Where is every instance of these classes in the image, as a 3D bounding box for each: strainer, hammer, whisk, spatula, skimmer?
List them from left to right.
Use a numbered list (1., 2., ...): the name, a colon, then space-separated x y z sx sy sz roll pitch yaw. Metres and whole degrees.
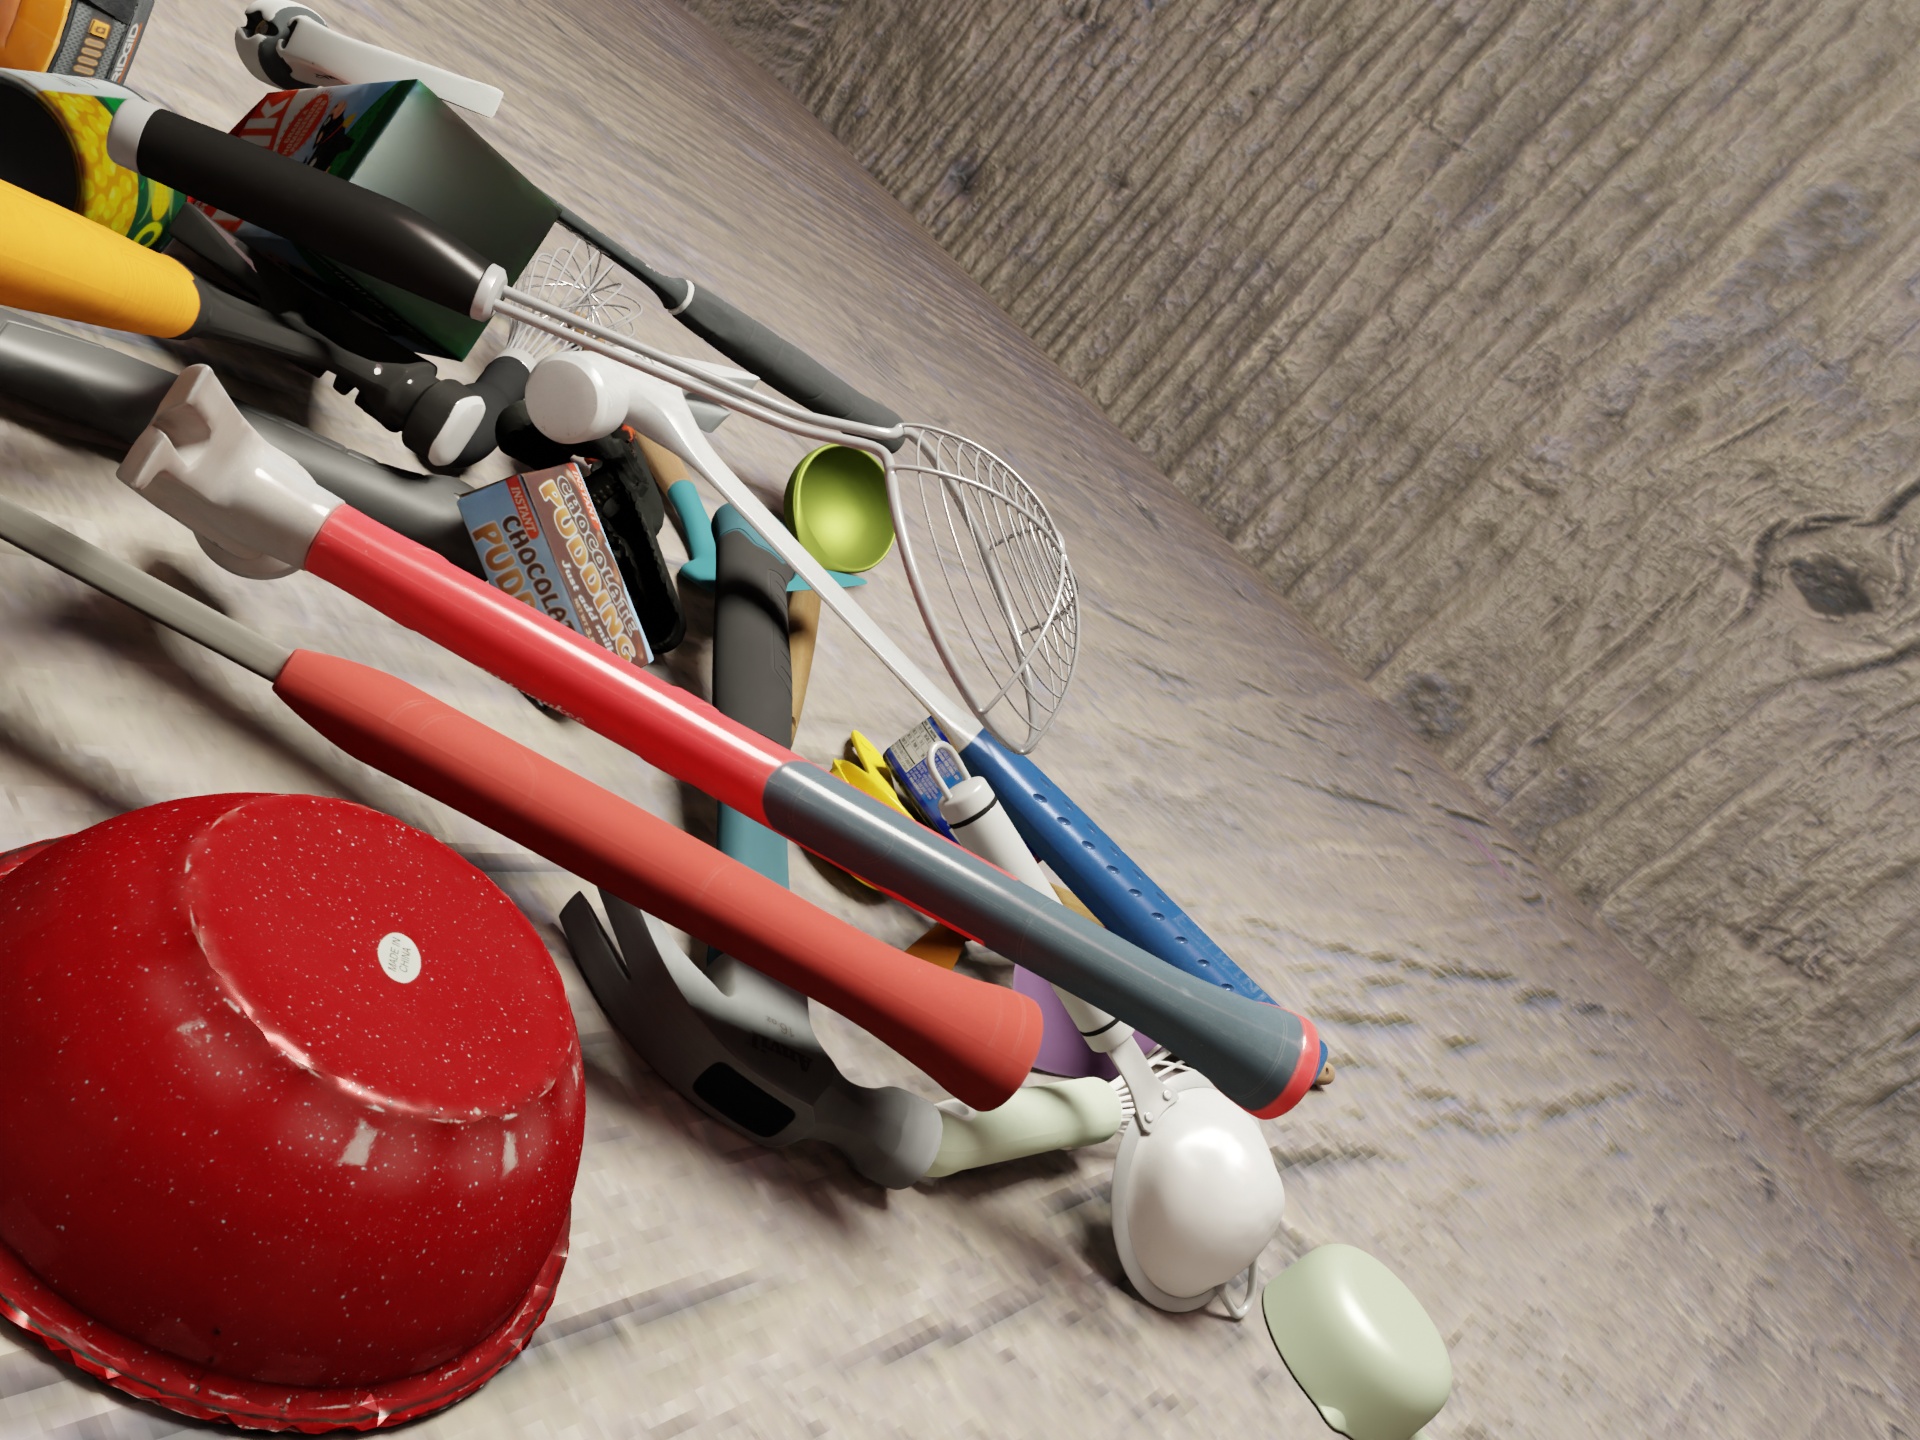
1. hammer: -0.282 -0.107 0.485 0.334 0.035 0.146 23 25 -49
2. hammer: -0.229 -0.122 0.425 0.127 0.034 0.337 33 4 -5
3. hammer: -0.124 0.011 0.401 0.358 0.037 0.149 32 -11 -20
4. whisk: -0.214 -0.181 0.787 0.070 0.070 0.285 38 23 -18
5. skimmer: -0.114 -0.098 0.556 0.363 0.090 0.127 22 32 -12
6. hammer: -0.149 -0.221 0.800 0.149 0.036 0.408 30 3 35
7. spatula: -0.154 -0.145 0.846 0.082 0.044 0.318 -7 44 -32
8. hammer: -0.077 0.015 0.596 0.128 0.033 0.331 33 27 -28
9. hammer: -0.047 0.022 0.463 0.386 0.038 0.143 30 -10 -14
10. hammer: -0.001 -0.002 0.654 0.405 0.035 0.144 46 20 0
11. whisk: 0.055 0.151 0.615 0.058 0.059 0.246 10 0 36
12. strainer: 0.057 0.116 0.564 0.087 0.050 0.258 -41 105 -36
13. spatula: 0.111 0.150 0.755 0.315 0.018 0.060 26 64 -50

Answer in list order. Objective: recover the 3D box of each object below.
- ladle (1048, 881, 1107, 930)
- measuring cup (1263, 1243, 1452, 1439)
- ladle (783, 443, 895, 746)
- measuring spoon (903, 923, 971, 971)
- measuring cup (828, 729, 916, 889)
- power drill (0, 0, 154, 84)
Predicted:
1. ladle: 0.046 0.083 0.703 0.315 0.031 0.069 28 27 -57
2. measuring cup: 0.193 0.274 0.625 0.167 0.038 0.083 42 17 4
3. ladle: -0.071 -0.068 0.832 0.078 0.062 0.320 58 13 -24
4. measuring spoon: -0.015 0.099 0.638 0.021 0.011 0.117 44 21 3
5. measuring cup: -0.045 0.034 0.708 0.062 0.029 0.157 44 4 -14
6. power drill: -0.384 -0.263 0.527 0.185 0.084 0.226 38 19 13
